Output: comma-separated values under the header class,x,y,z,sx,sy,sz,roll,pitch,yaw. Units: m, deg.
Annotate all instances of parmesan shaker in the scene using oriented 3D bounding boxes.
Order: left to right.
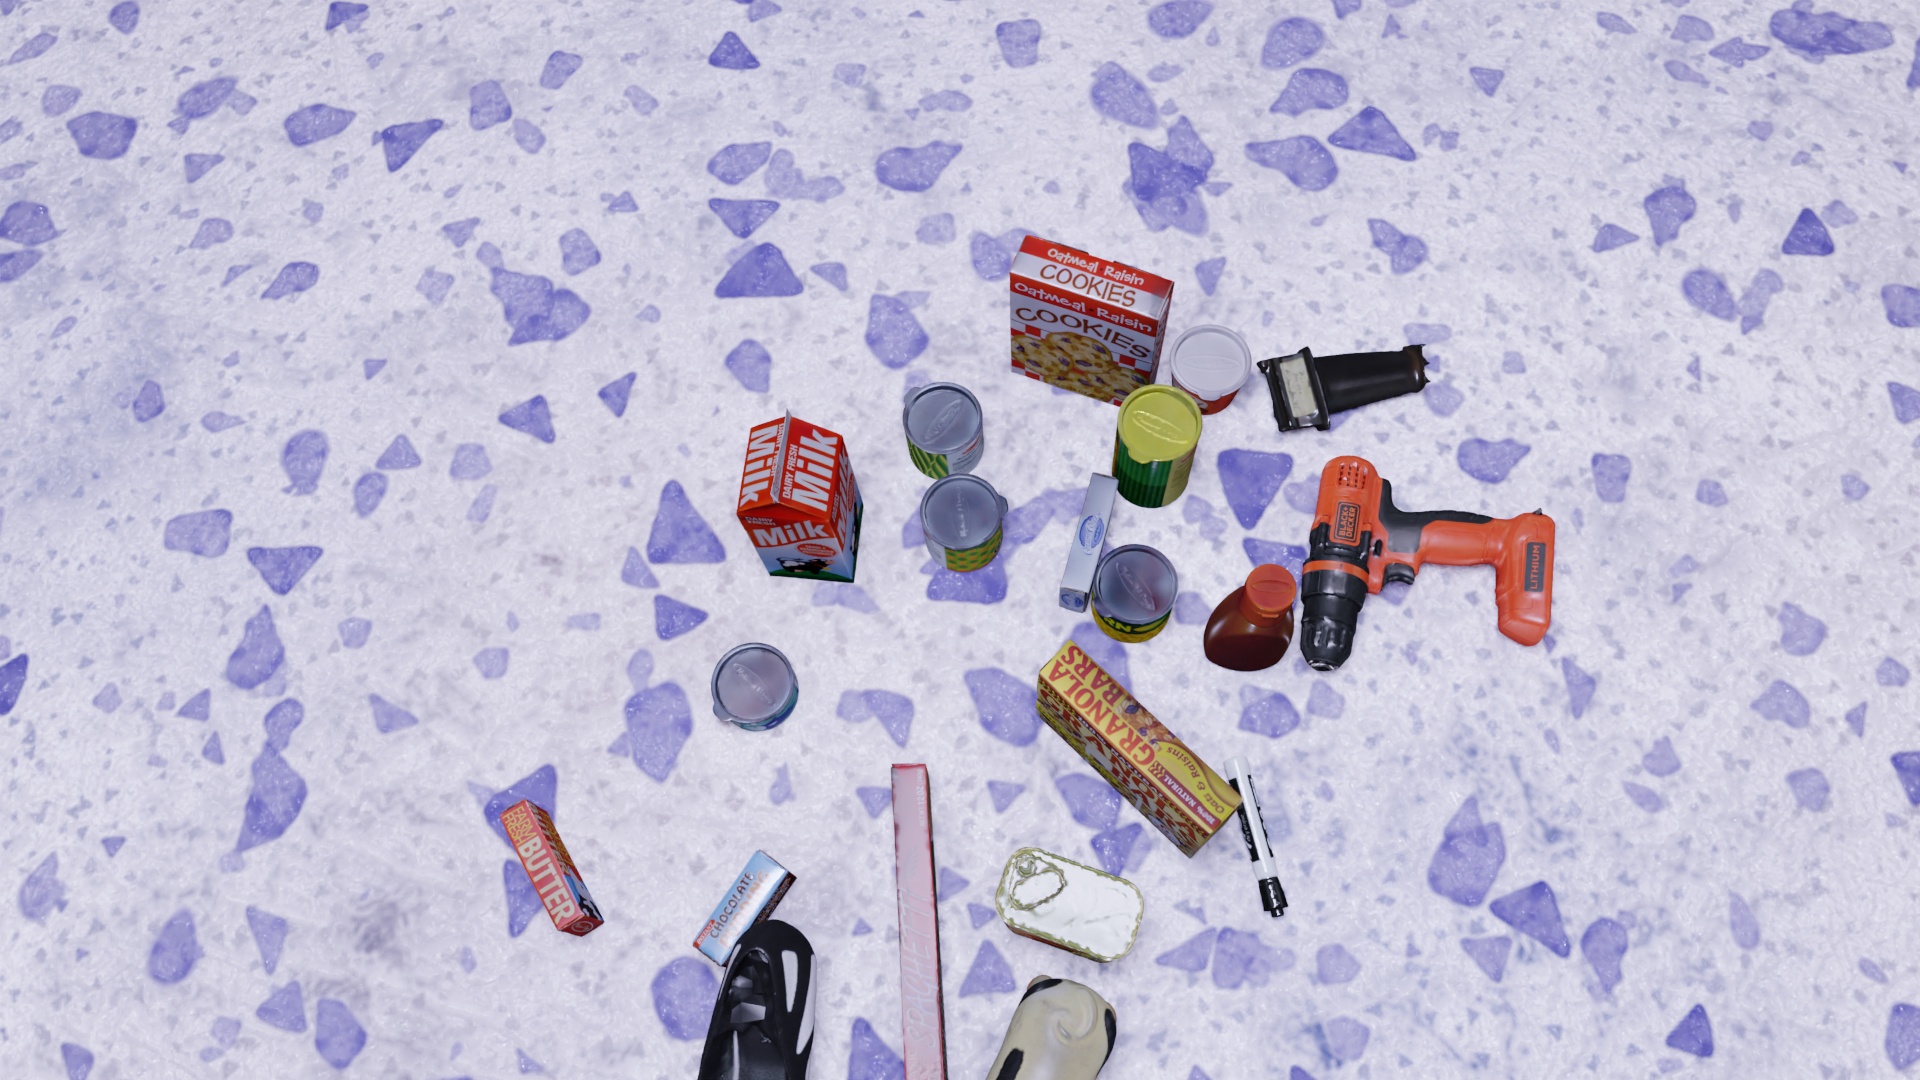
class,x,y,z,sx,sy,sz,roll,pitch,yaw
parmesan shaker,0.156,-0.072,1.126,0.071,0.102,0.071,-1,69,2

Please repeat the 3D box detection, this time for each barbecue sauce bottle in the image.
class,x,y,z,sx,sy,sz,roll,pitch,yaw
barbecue sauce bottle,0.223,0.059,1.048,0.065,0.148,0.044,3,69,4

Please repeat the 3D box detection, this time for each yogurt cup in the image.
class,x,y,z,sx,sy,sz,roll,pitch,yaw
yogurt cup,0.209,-0.142,1.177,0.072,0.053,0.072,-1,69,2

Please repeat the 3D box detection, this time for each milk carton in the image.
class,x,y,z,sx,sy,sz,roll,pitch,yaw
milk carton,-0.124,-0.031,1.076,0.073,0.190,0.072,5,70,4

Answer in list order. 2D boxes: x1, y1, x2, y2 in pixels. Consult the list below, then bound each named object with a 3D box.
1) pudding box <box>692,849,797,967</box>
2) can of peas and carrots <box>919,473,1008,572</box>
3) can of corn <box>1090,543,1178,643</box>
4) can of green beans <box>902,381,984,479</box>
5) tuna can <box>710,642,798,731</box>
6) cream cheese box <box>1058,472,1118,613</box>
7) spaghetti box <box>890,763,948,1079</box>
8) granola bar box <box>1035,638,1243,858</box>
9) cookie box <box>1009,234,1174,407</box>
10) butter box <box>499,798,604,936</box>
class,x,y,z,sx,sy,sz,roll,pitch,yaw
pudding box,-0.160,0.274,1.033,0.030,0.049,0.084,32,73,13
can of peas and carrots,0.004,-0.014,1.134,0.071,0.058,0.071,-1,69,2
can of corn,0.136,0.045,1.106,0.071,0.058,0.071,-1,69,2
can of green beans,-0.013,-0.091,1.165,0.071,0.057,0.071,-1,69,2
tuna can,-0.164,0.119,1.103,0.071,0.032,0.071,-1,69,2
cream cheese box,0.104,0.002,1.126,0.024,0.053,0.104,14,70,8
spaghetti box,-0.030,0.291,1.021,0.029,0.050,0.251,-5,69,1
granola bar box,0.127,0.157,1.027,0.039,0.123,0.166,-44,73,-13
cookie box,0.104,-0.174,1.134,0.123,0.167,0.040,19,71,10
butter box,-0.309,0.248,1.049,0.024,0.053,0.104,-31,71,-9
